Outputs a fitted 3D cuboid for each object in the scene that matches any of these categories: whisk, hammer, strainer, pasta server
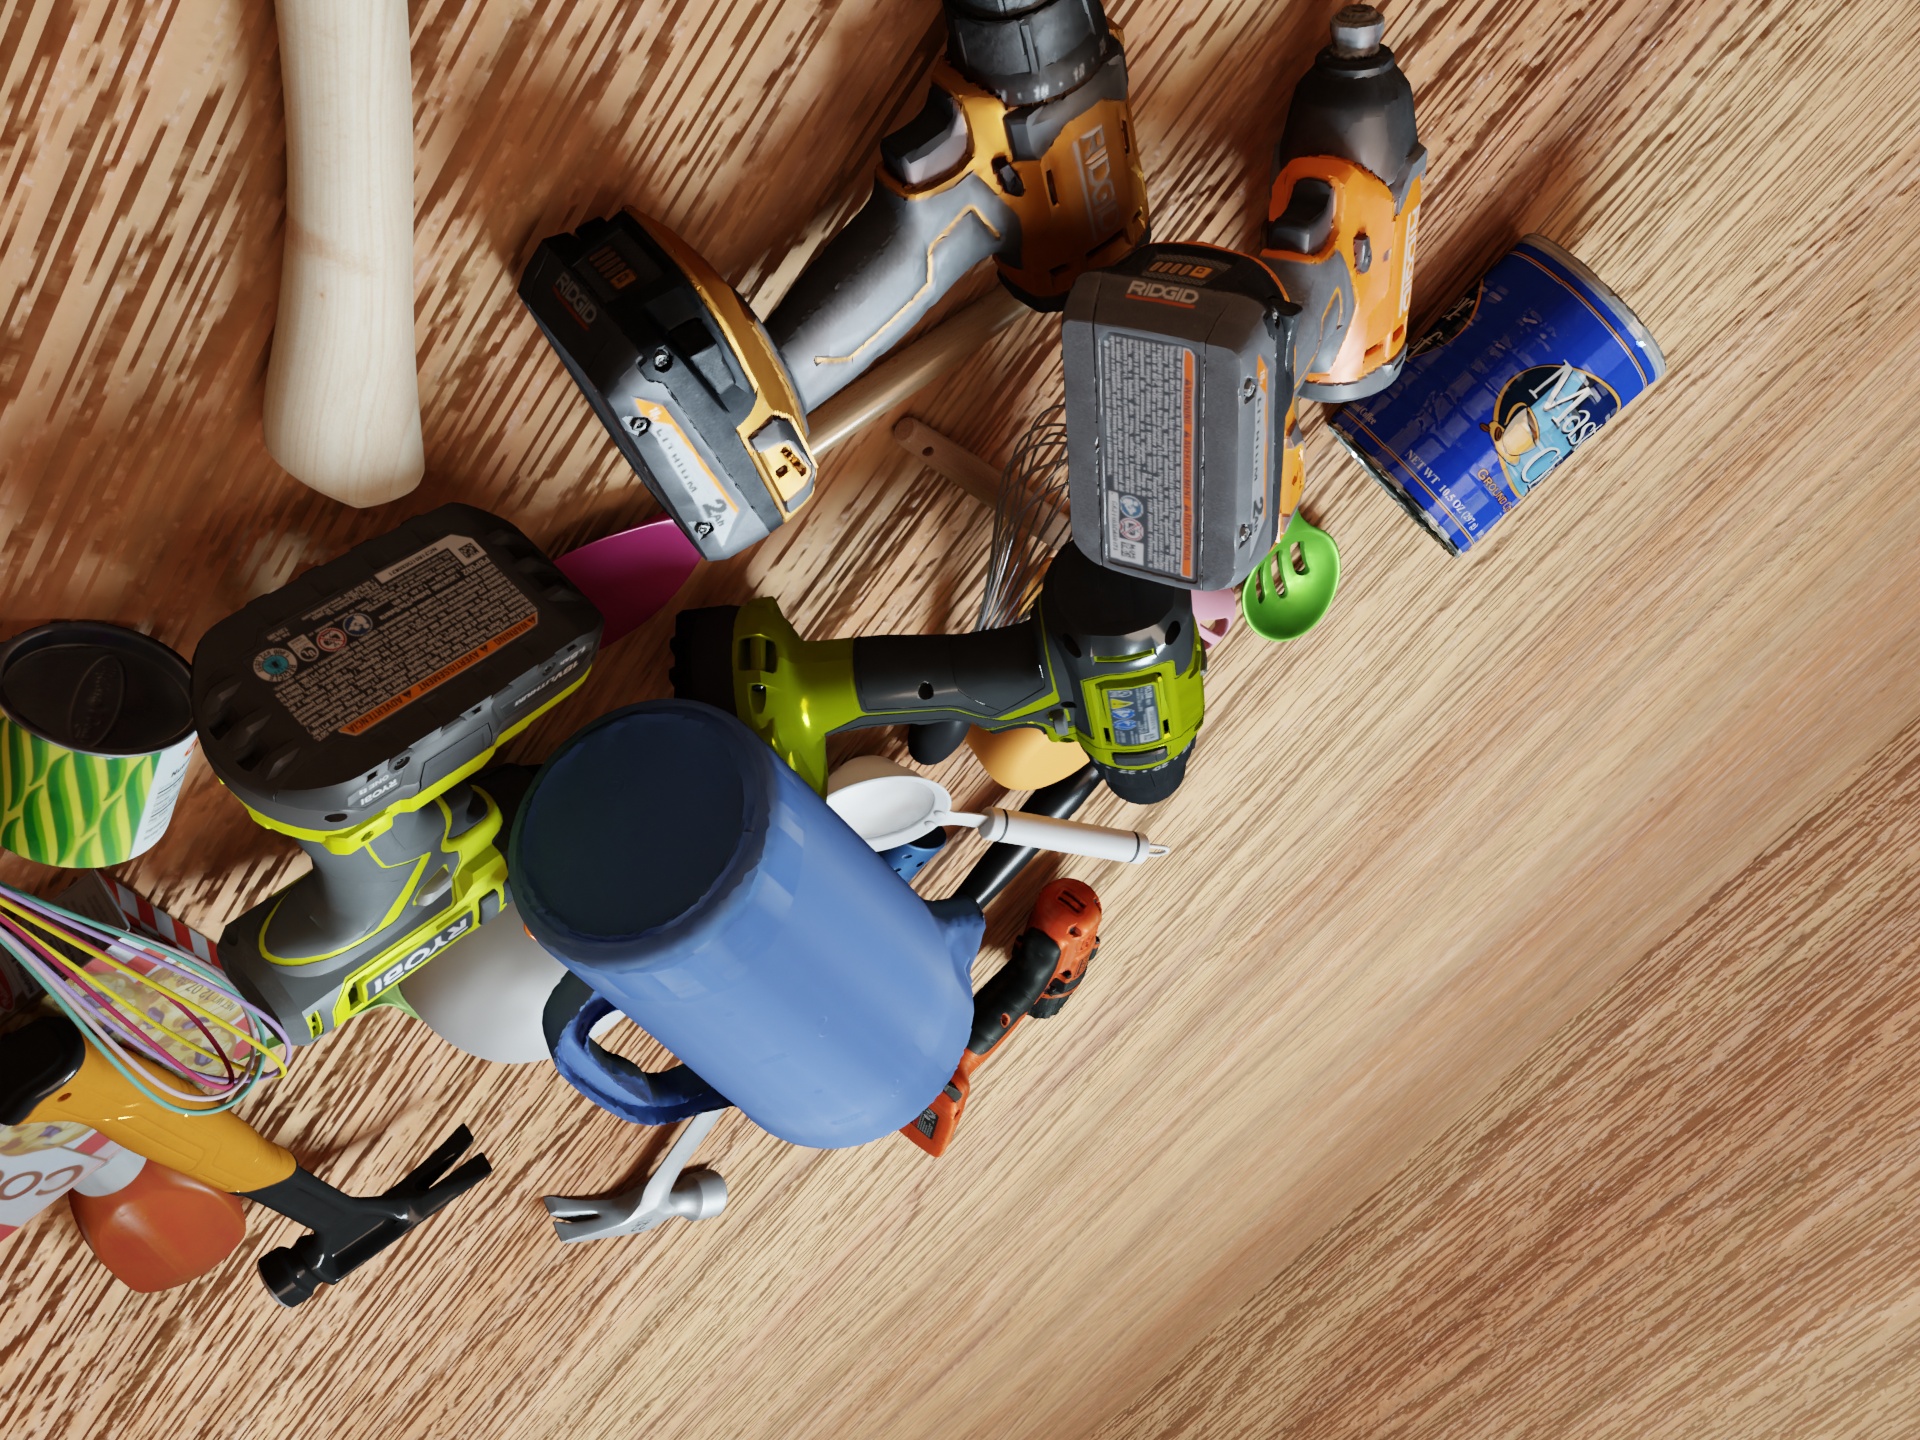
[{"bbox_3d":[0.022,-0.051,0.774,0.070,0.070,0.284,-18,158,-28],"label":"whisk"},{"bbox_3d":[-0.328,0.199,0.736,0.127,0.034,0.336,-34,155,-14],"label":"hammer"},{"bbox_3d":[-0.253,0.142,0.779,0.256,0.069,0.151,-21,146,-26],"label":"strainer"},{"bbox_3d":[-0.133,0.208,1.019,0.144,0.035,0.405,2,133,-46],"label":"hammer"},{"bbox_3d":[-0.340,0.072,0.568,0.051,0.047,0.244,-49,129,-12],"label":"whisk"},{"bbox_3d":[0.010,0.056,0.895,0.258,0.050,0.087,11,143,-27],"label":"strainer"},{"bbox_3d":[-0.156,-0.224,0.413,0.146,0.038,0.410,-18,145,-29],"label":"hammer"},{"bbox_3d":[0.063,-0.091,0.819,0.060,0.040,0.316,-46,144,16],"label":"pasta server"},{"bbox_3d":[0.009,0.103,0.972,0.335,0.035,0.146,-49,162,7],"label":"hammer"}]

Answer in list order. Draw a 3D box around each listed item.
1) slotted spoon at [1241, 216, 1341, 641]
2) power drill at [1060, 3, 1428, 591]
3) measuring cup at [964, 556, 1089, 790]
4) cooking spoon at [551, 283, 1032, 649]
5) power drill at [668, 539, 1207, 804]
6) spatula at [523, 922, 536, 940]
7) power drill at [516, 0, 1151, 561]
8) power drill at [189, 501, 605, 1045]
[{"bbox_3d":[0.173,-0.145,0.851,0.070,0.031,0.313,-31,147,-8],"label":"slotted spoon"},{"bbox_3d":[0.123,-0.173,0.632,0.226,0.084,0.164,-49,146,-39],"label":"power drill"},{"bbox_3d":[0.049,-0.021,0.851,0.095,0.052,0.173,-25,156,-16],"label":"measuring cup"},{"bbox_3d":[-0.069,-0.113,0.664,0.319,0.017,0.068,-34,153,-1],"label":"cooking spoon"},{"bbox_3d":[-0.001,-0.002,0.728,0.228,0.080,0.190,-8,152,7],"label":"power drill"},{"bbox_3d":[-0.150,0.142,0.819,0.322,0.041,0.081,87,24,-59],"label":"spatula"},{"bbox_3d":[-0.036,-0.179,0.551,0.226,0.084,0.185,-37,150,-7],"label":"power drill"},{"bbox_3d":[-0.210,0.024,0.624,0.171,0.080,0.223,-38,166,-33],"label":"power drill"}]
